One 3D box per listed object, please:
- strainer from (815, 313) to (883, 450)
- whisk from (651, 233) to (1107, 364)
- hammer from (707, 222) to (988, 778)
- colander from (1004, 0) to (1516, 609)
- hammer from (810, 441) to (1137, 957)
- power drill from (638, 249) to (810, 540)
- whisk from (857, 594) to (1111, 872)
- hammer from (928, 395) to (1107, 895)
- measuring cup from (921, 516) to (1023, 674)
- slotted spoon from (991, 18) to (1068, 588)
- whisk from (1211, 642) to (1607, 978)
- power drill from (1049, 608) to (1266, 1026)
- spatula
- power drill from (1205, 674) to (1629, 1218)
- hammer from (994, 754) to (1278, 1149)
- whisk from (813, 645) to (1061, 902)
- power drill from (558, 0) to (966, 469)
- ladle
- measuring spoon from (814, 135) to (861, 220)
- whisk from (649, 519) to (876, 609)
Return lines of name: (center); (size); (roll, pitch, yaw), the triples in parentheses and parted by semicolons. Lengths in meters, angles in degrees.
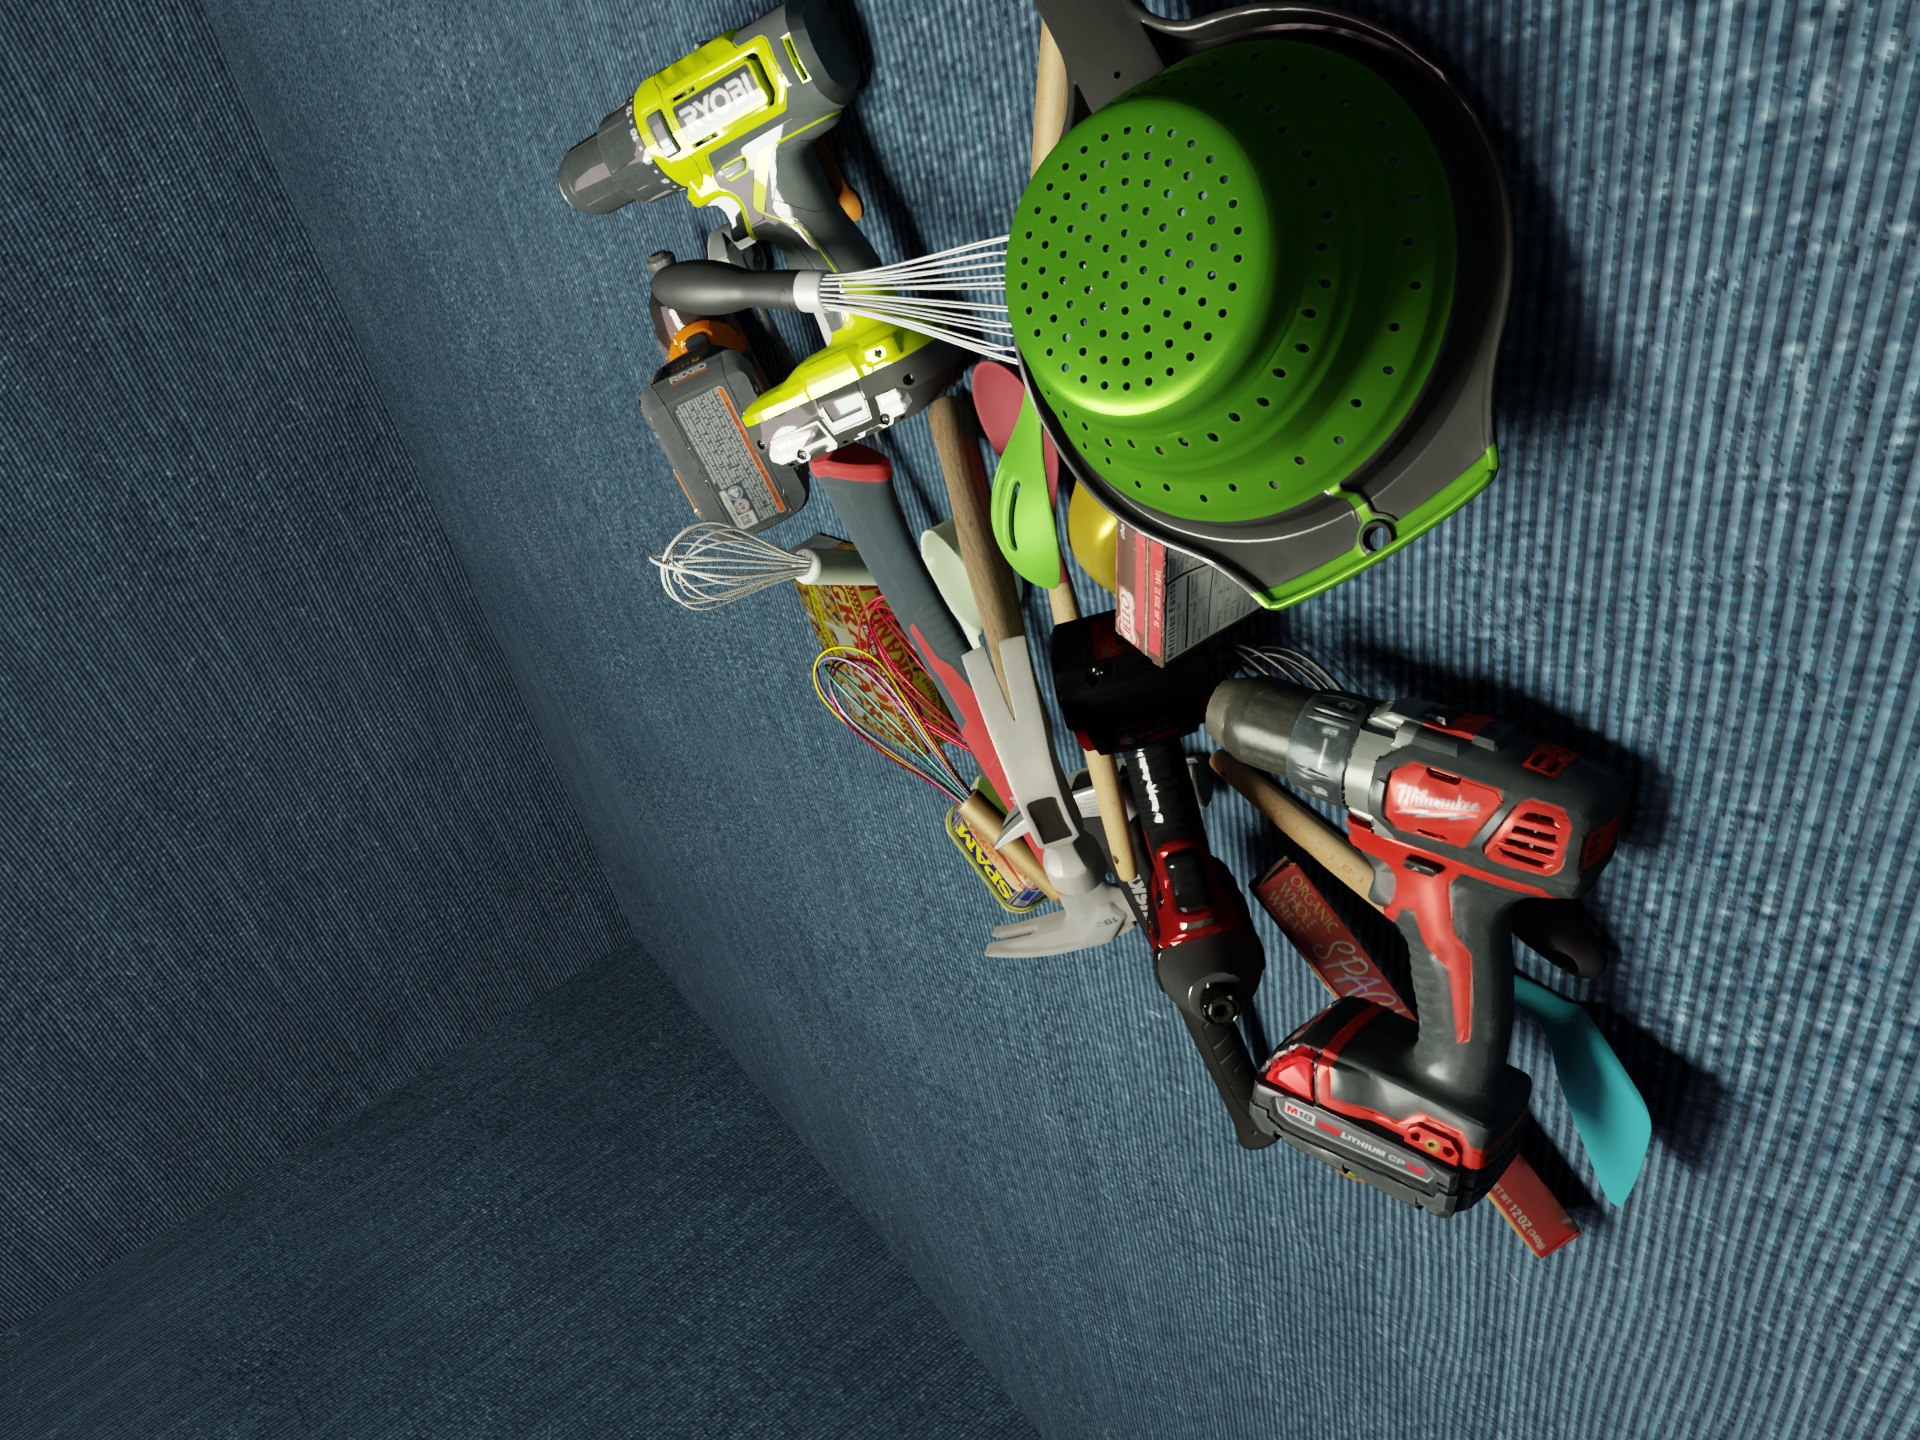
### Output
strainer: (-0.091, -0.276, 1.010); (0.087, 0.050, 0.258); (58, 172, 49)
whisk: (-0.049, -0.224, 0.832); (0.285, 0.070, 0.070); (10, 135, 27)
hammer: (-0.064, -0.145, 1.064); (0.409, 0.036, 0.149); (62, -179, -7)
colander: (0.051, -0.232, 0.591); (0.204, 0.094, 0.397); (-33, 75, 35)
hammer: (-0.002, -0.003, 1.033); (0.143, 0.038, 0.386); (-18, 116, 27)
power drill: (-0.174, -0.235, 1.117); (0.227, 0.084, 0.164); (-110, -5, -60)
whisk: (0.028, 0.023, 1.145); (0.296, 0.073, 0.073); (49, 158, 9)
hammer: (0.018, -0.071, 0.861); (0.129, 0.031, 0.332); (65, -170, -46)
measuring cup: (0.023, -0.065, 1.066); (0.083, 0.038, 0.167); (40, 158, 49)
slotted spoon: (0.038, -0.207, 0.722); (0.070, 0.031, 0.313); (-121, 31, -59)
whisk: (0.213, 0.040, 0.773); (0.239, 0.055, 0.055); (44, 155, 23)
power drill: (0.114, 0.054, 0.862); (0.143, 0.078, 0.219); (-85, -21, -70)
spatula: (0.233, 0.110, 0.827); (0.318, 0.044, 0.082); (43, 154, 38)
power drill: (0.191, 0.093, 0.737); (0.188, 0.080, 0.226); (21, 120, 34)
hammer: (0.143, 0.165, 1.051); (0.146, 0.035, 0.334); (-10, 122, 29)
whisk: (-0.009, 0.038, 1.112); (0.245, 0.047, 0.051); (44, 176, -8)
power drill: (-0.114, -0.269, 0.919); (0.190, 0.080, 0.228); (-18, 110, 28)
ladle: (0.063, -0.055, 0.922); (0.069, 0.031, 0.315); (9, 115, 63)
measuring spoon: (-0.094, -0.352, 0.959); (0.117, 0.011, 0.021); (59, 159, -2)
whisk: (-0.111, -0.105, 1.077); (0.059, 0.246, 0.058); (20, 105, 34)
